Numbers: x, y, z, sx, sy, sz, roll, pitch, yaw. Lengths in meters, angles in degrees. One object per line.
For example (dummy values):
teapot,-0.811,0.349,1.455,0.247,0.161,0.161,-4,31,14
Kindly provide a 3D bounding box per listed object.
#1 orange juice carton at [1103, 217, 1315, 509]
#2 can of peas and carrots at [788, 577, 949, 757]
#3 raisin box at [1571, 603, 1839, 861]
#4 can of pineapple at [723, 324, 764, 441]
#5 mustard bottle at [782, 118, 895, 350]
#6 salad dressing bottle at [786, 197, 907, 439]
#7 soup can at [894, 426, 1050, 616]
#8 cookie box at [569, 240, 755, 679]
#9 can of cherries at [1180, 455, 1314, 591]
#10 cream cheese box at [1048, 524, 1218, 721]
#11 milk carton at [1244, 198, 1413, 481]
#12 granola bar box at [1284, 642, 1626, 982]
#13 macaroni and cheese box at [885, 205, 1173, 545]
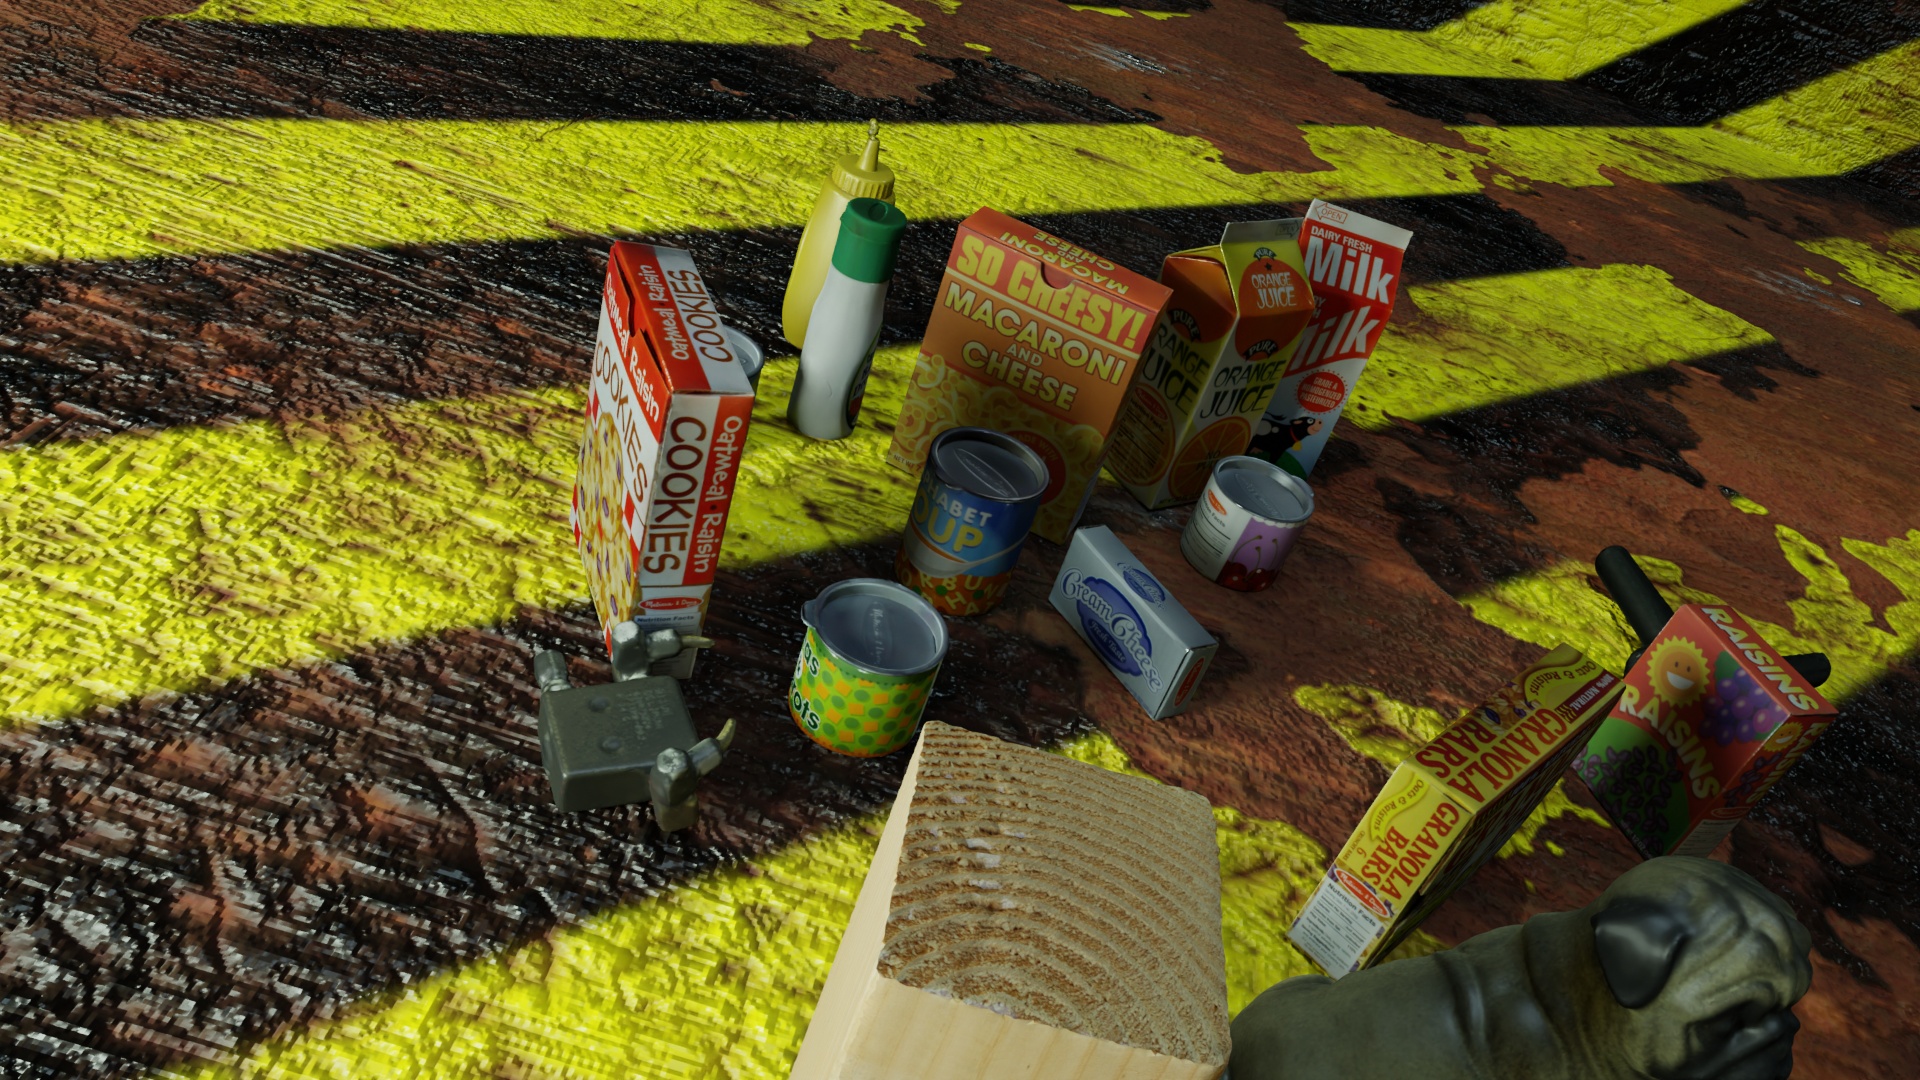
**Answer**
orange juice carton,0.157,-0.118,0.885,0.072,0.191,0.073,-11,45,-36
can of peas and carrots,-0.047,0.061,0.663,0.071,0.058,0.071,13,36,-9
raisin box,0.400,0.107,0.759,0.040,0.122,0.086,3,38,-22
can of pineapple,-0.153,-0.089,0.815,0.071,0.057,0.071,13,36,-9
mustard bottle,-0.074,-0.198,0.910,0.049,0.159,0.065,29,36,14
salad dressing bottle,-0.068,-0.132,0.834,0.044,0.146,0.064,18,35,-2
soup can,0.003,-0.010,0.760,0.071,0.083,0.072,13,36,-9
cookie box,-0.146,-0.036,0.652,0.040,0.166,0.123,-2,40,-28
can of cherries,0.180,-0.010,0.867,0.071,0.058,0.072,13,36,-9
cream cheese box,0.092,0.043,0.757,0.024,0.053,0.104,-10,44,-35
milk carton,0.234,-0.136,0.947,0.072,0.189,0.074,17,35,-4
granola bar box,0.235,0.127,0.653,0.166,0.123,0.039,-20,51,-42
macaroni and cheese box,0.037,-0.094,0.817,0.124,0.165,0.040,26,35,9
